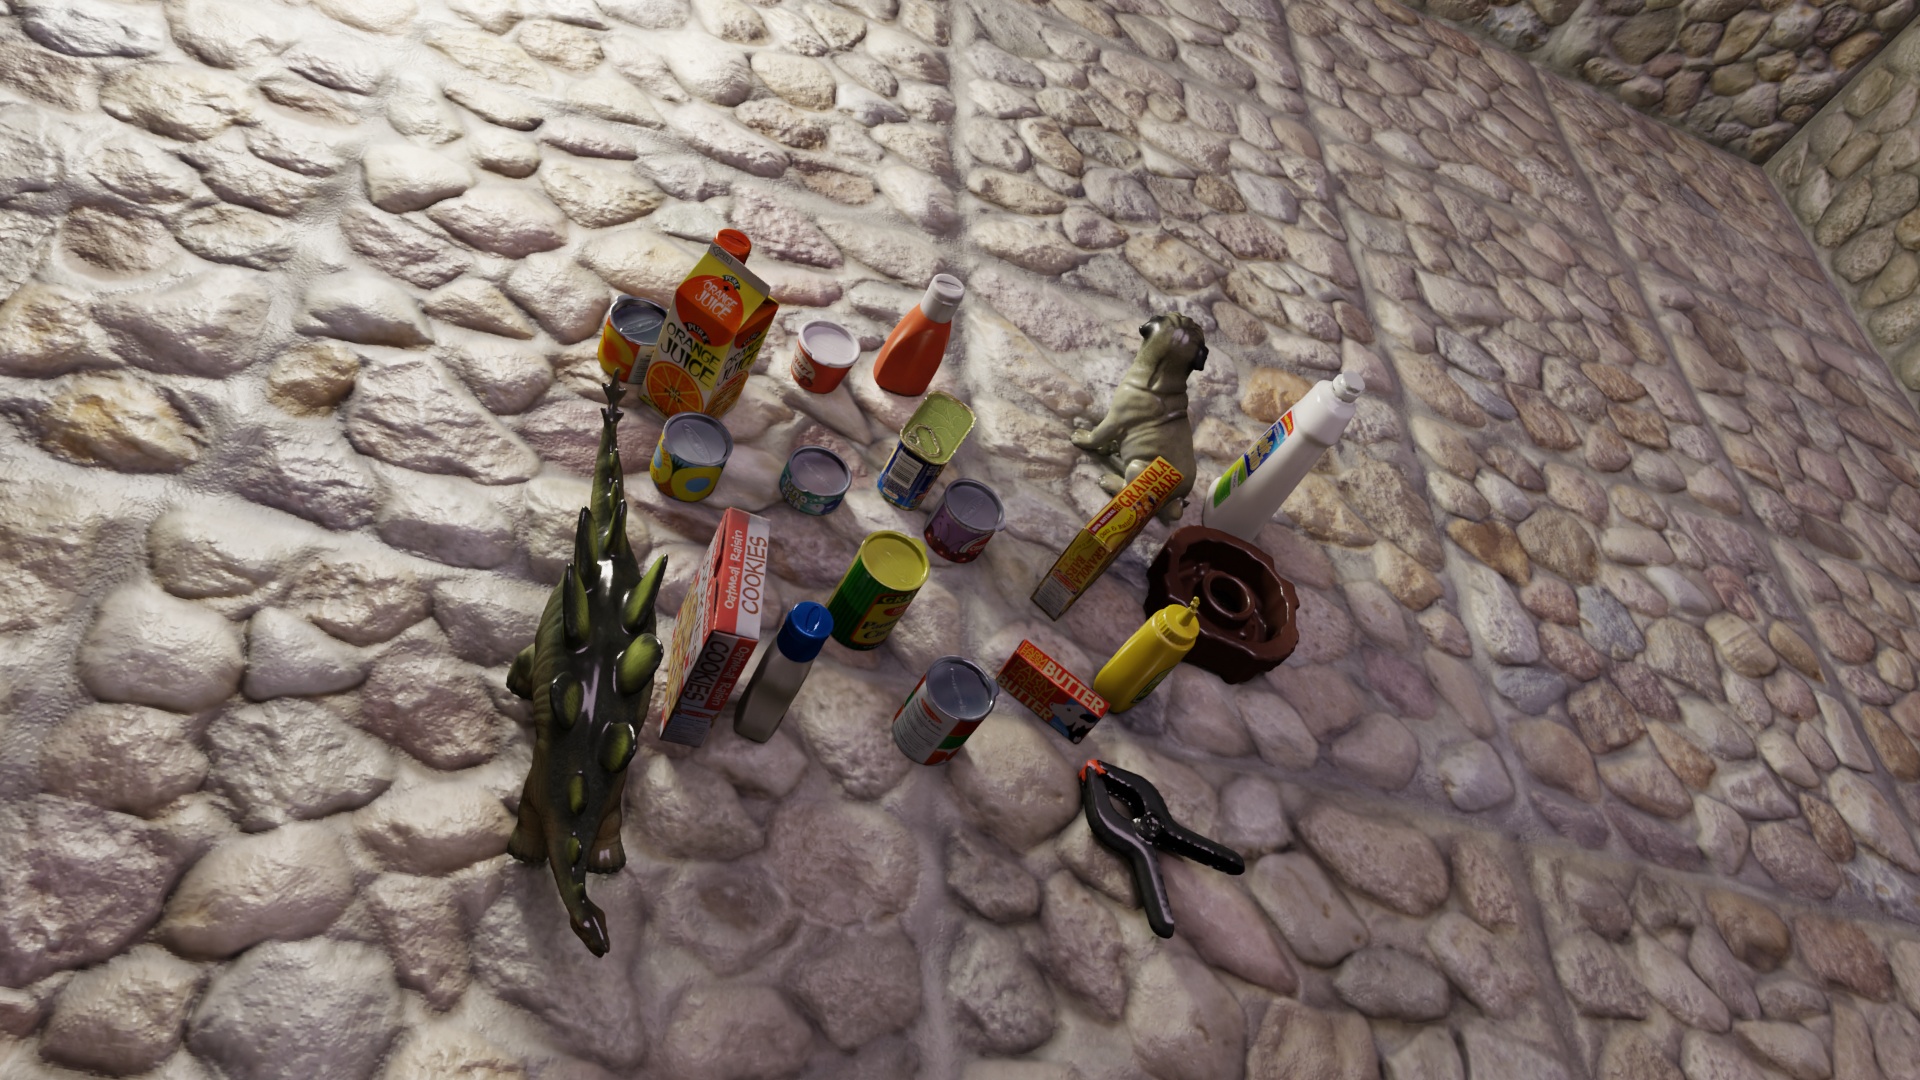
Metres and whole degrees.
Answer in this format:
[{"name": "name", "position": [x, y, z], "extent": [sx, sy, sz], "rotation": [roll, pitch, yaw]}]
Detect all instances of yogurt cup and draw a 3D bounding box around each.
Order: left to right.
[{"name": "yogurt cup", "position": [-0.146, -0.193, 1.471], "extent": [0.072, 0.053, 0.073], "rotation": [16, 47, -18]}]

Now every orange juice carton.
[{"name": "orange juice carton", "position": [-0.236, -0.194, 1.323], "extent": [0.072, 0.191, 0.073], "rotation": [39, 45, 5]}]

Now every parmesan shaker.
[{"name": "parmesan shaker", "position": [-0.076, 0.046, 1.272], "extent": [0.071, 0.102, 0.072], "rotation": [16, 47, -18]}]

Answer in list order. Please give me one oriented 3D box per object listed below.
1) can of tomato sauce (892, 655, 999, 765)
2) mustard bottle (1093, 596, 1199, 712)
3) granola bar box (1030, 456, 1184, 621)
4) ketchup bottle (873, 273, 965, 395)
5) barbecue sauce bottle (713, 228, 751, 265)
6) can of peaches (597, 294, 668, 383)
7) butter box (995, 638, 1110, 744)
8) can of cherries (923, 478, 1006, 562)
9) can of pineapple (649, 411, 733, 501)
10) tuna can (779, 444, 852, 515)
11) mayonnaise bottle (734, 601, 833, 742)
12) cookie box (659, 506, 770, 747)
[{"name": "can of tomato sauce", "position": [-0.014, 0.151, 1.232], "extent": [0.071, 0.082, 0.071], "rotation": [16, 47, -18]}, {"name": "mustard bottle", "position": [0.187, 0.105, 1.330], "extent": [0.065, 0.159, 0.049], "rotation": [-26, 69, -42]}, {"name": "granola bar box", "position": [0.151, -0.004, 1.429], "extent": [0.039, 0.123, 0.166], "rotation": [42, 45, 8]}, {"name": "ketchup bottle", "position": [-0.040, -0.219, 1.486], "extent": [0.065, 0.148, 0.044], "rotation": [11, 49, -22]}, {"name": "barbecue sauce bottle", "position": [-0.248, -0.246, 1.392], "extent": [0.065, 0.147, 0.044], "rotation": [25, 45, -9]}, {"name": "can of peaches", "position": [-0.322, -0.199, 1.374], "extent": [0.071, 0.057, 0.071], "rotation": [16, 47, -18]}, {"name": "butter box", "position": [0.086, 0.144, 1.317], "extent": [0.103, 0.052, 0.024], "rotation": [38, 45, 4]}, {"name": "can of cherries", "position": [0.005, -0.018, 1.404], "extent": [0.071, 0.058, 0.072], "rotation": [16, 47, -18]}, {"name": "can of pineapple", "position": [-0.256, -0.079, 1.309], "extent": [0.071, 0.057, 0.071], "rotation": [16, 47, -18]}, {"name": "tuna can", "position": [-0.145, -0.058, 1.372], "extent": [0.071, 0.032, 0.071], "rotation": [16, 47, -18]}, {"name": "mayonnaise bottle", "position": [-0.146, 0.106, 1.150], "extent": [0.041, 0.147, 0.065], "rotation": [25, 45, -9]}, {"name": "cookie box", "position": [-0.202, 0.072, 1.133], "extent": [0.040, 0.166, 0.123], "rotation": [15, 48, -19]}]
